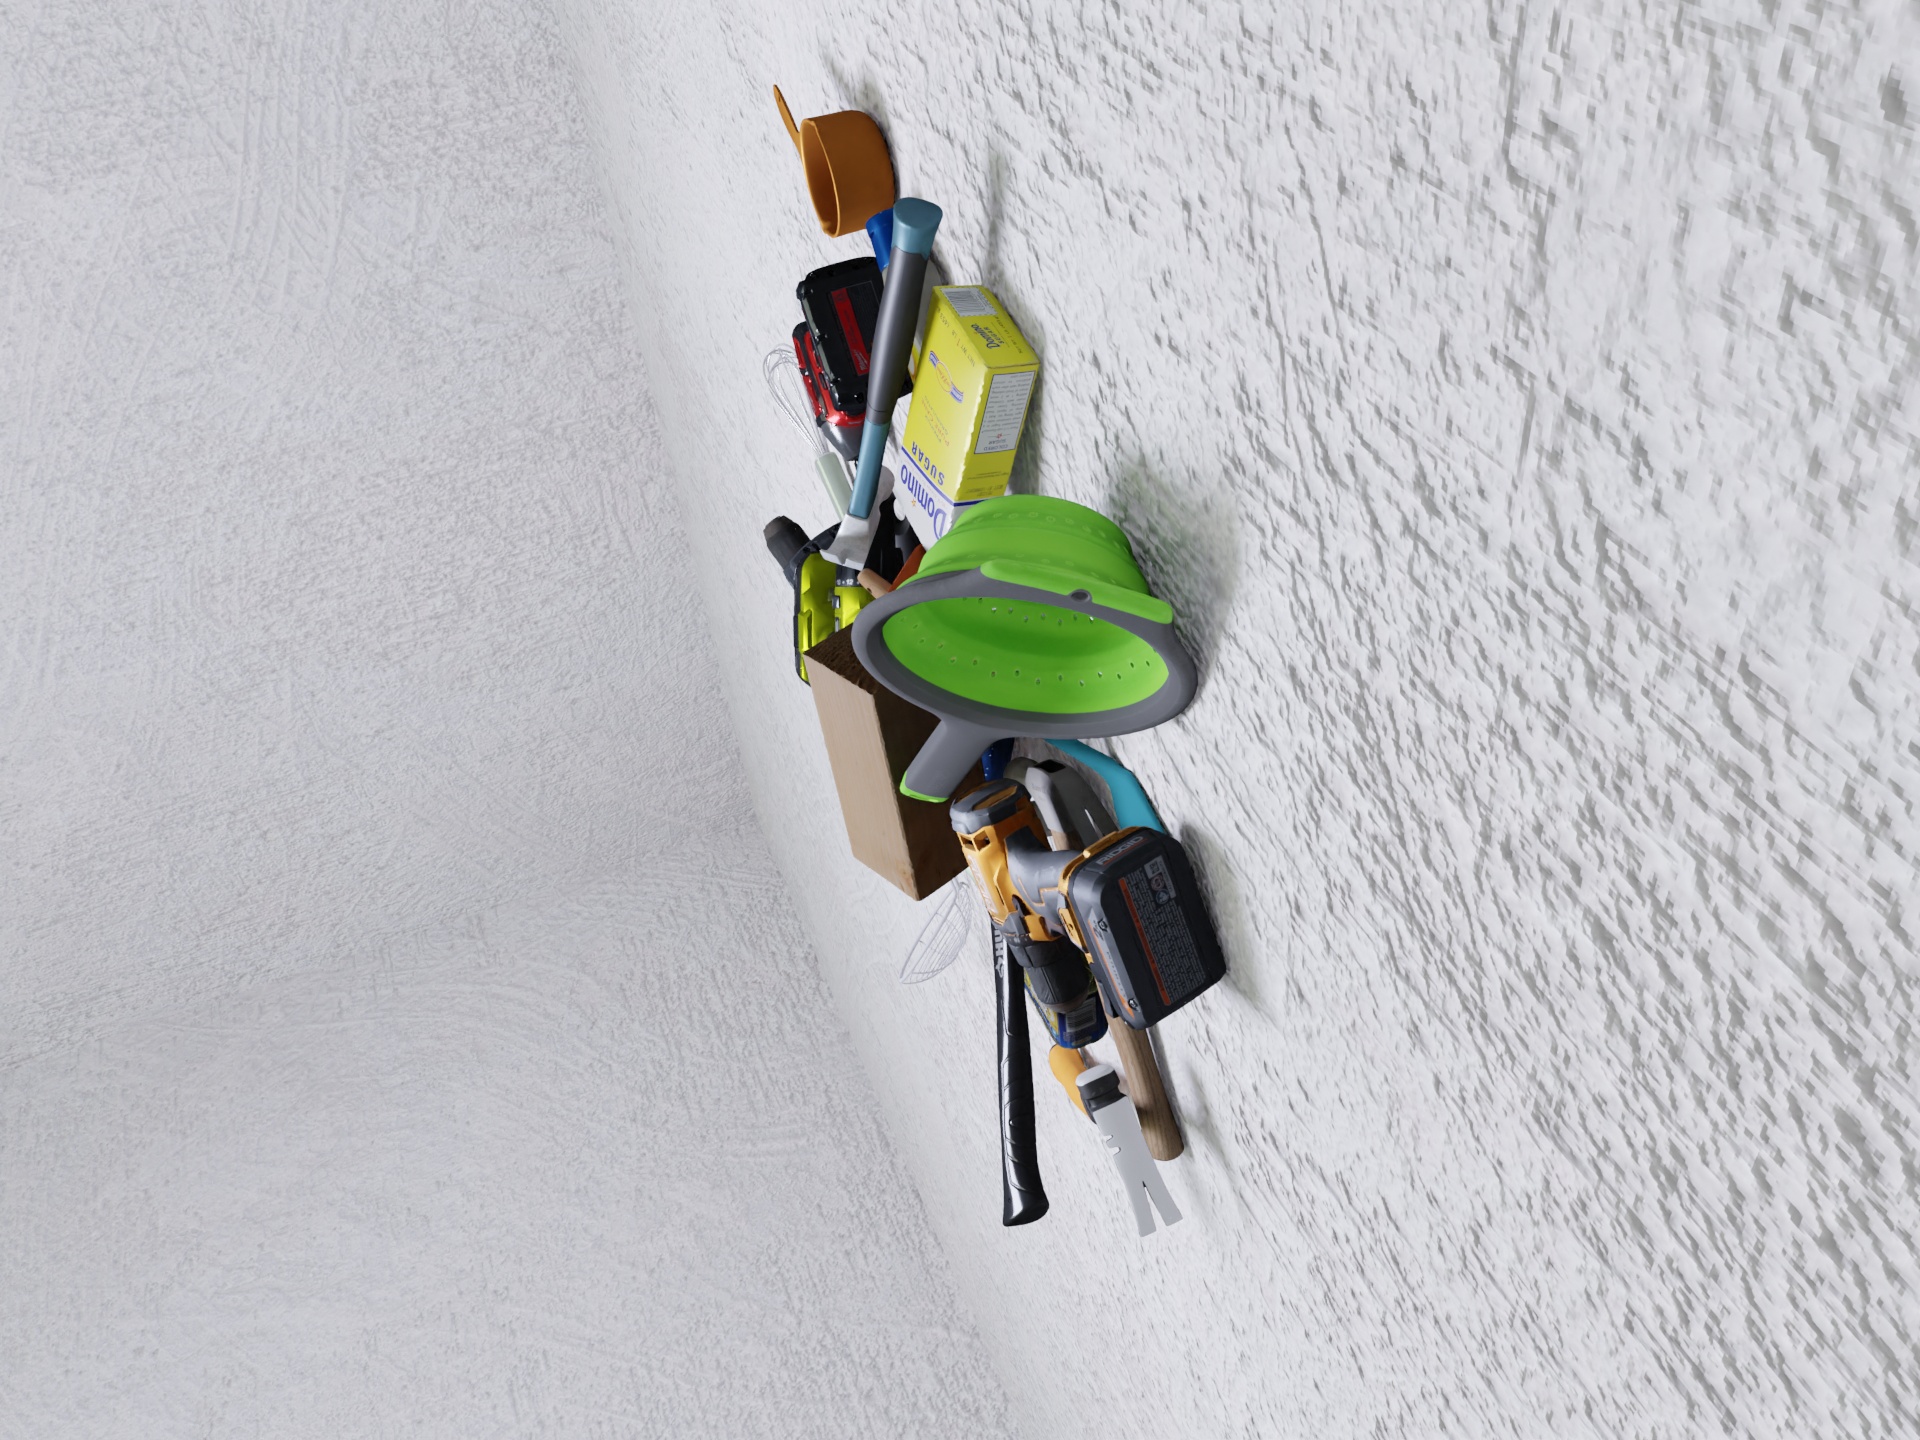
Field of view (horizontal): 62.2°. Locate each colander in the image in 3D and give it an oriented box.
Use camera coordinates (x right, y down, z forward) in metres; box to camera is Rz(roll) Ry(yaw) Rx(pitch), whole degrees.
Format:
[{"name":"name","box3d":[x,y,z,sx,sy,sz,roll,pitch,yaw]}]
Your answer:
[{"name":"colander","box3d":[0.023,-0.043,1.023,0.397,0.204,0.095,126,156,-65]}]

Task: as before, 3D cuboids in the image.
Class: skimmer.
[{"name":"skimmer","box3d":[-0.052,0.117,1.714,0.127,0.090,0.363,-63,-34,-62]}]

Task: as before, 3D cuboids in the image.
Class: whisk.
[{"name":"whisk","box3d":[-0.035,-0.071,1.463,0.073,0.073,0.295,-144,43,-69]},{"name":"whisk","box3d":[-0.145,-0.281,1.659,0.059,0.058,0.246,-29,82,46]}]

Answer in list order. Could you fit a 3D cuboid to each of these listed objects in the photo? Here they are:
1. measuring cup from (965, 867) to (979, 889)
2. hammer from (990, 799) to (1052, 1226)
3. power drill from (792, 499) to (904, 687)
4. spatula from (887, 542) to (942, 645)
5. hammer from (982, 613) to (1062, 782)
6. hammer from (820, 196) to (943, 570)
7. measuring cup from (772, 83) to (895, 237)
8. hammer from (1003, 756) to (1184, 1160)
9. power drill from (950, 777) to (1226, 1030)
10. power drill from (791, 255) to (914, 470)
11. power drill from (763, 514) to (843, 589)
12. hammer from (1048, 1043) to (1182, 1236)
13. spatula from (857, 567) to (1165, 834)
[{"name":"measuring cup","box3d":[0.012,0.119,1.448,0.083,0.038,0.167,53,179,25]},{"name":"hammer","box3d":[0.038,0.238,1.297,0.146,0.035,0.335,-21,68,52]},{"name":"power drill","box3d":[-0.094,-0.099,1.406,0.228,0.080,0.190,-162,71,-75]},{"name":"spatula","box3d":[-0.028,-0.147,1.229,0.081,0.041,0.323,35,-162,-23]},{"name":"hammer","box3d":[0.036,-0.017,1.280,0.405,0.035,0.144,100,149,-64]},{"name":"hammer","box3d":[-0.054,-0.227,1.108,0.330,0.033,0.128,108,178,-55]},{"name":"measuring cup","box3d":[-0.098,-0.444,1.220,0.095,0.052,0.174,89,160,-53]},{"name":"hammer","box3d":[0.115,0.188,1.224,0.130,0.031,0.331,11,120,69]},{"name":"power drill","box3d":[0.086,0.143,1.105,0.226,0.084,0.185,14,129,62]},{"name":"power drill","box3d":[-0.093,-0.297,1.354,0.219,0.078,0.143,164,88,-80]},{"name":"power drill","box3d":[-0.134,-0.145,1.640,0.188,0.080,0.226,54,170,-3]},{"name":"hammer","box3d":[0.114,0.323,1.326,0.337,0.034,0.127,147,100,-86]},{"name":"spatula","box3d":[0.038,-0.002,1.127,0.318,0.044,0.082,41,158,14]}]
